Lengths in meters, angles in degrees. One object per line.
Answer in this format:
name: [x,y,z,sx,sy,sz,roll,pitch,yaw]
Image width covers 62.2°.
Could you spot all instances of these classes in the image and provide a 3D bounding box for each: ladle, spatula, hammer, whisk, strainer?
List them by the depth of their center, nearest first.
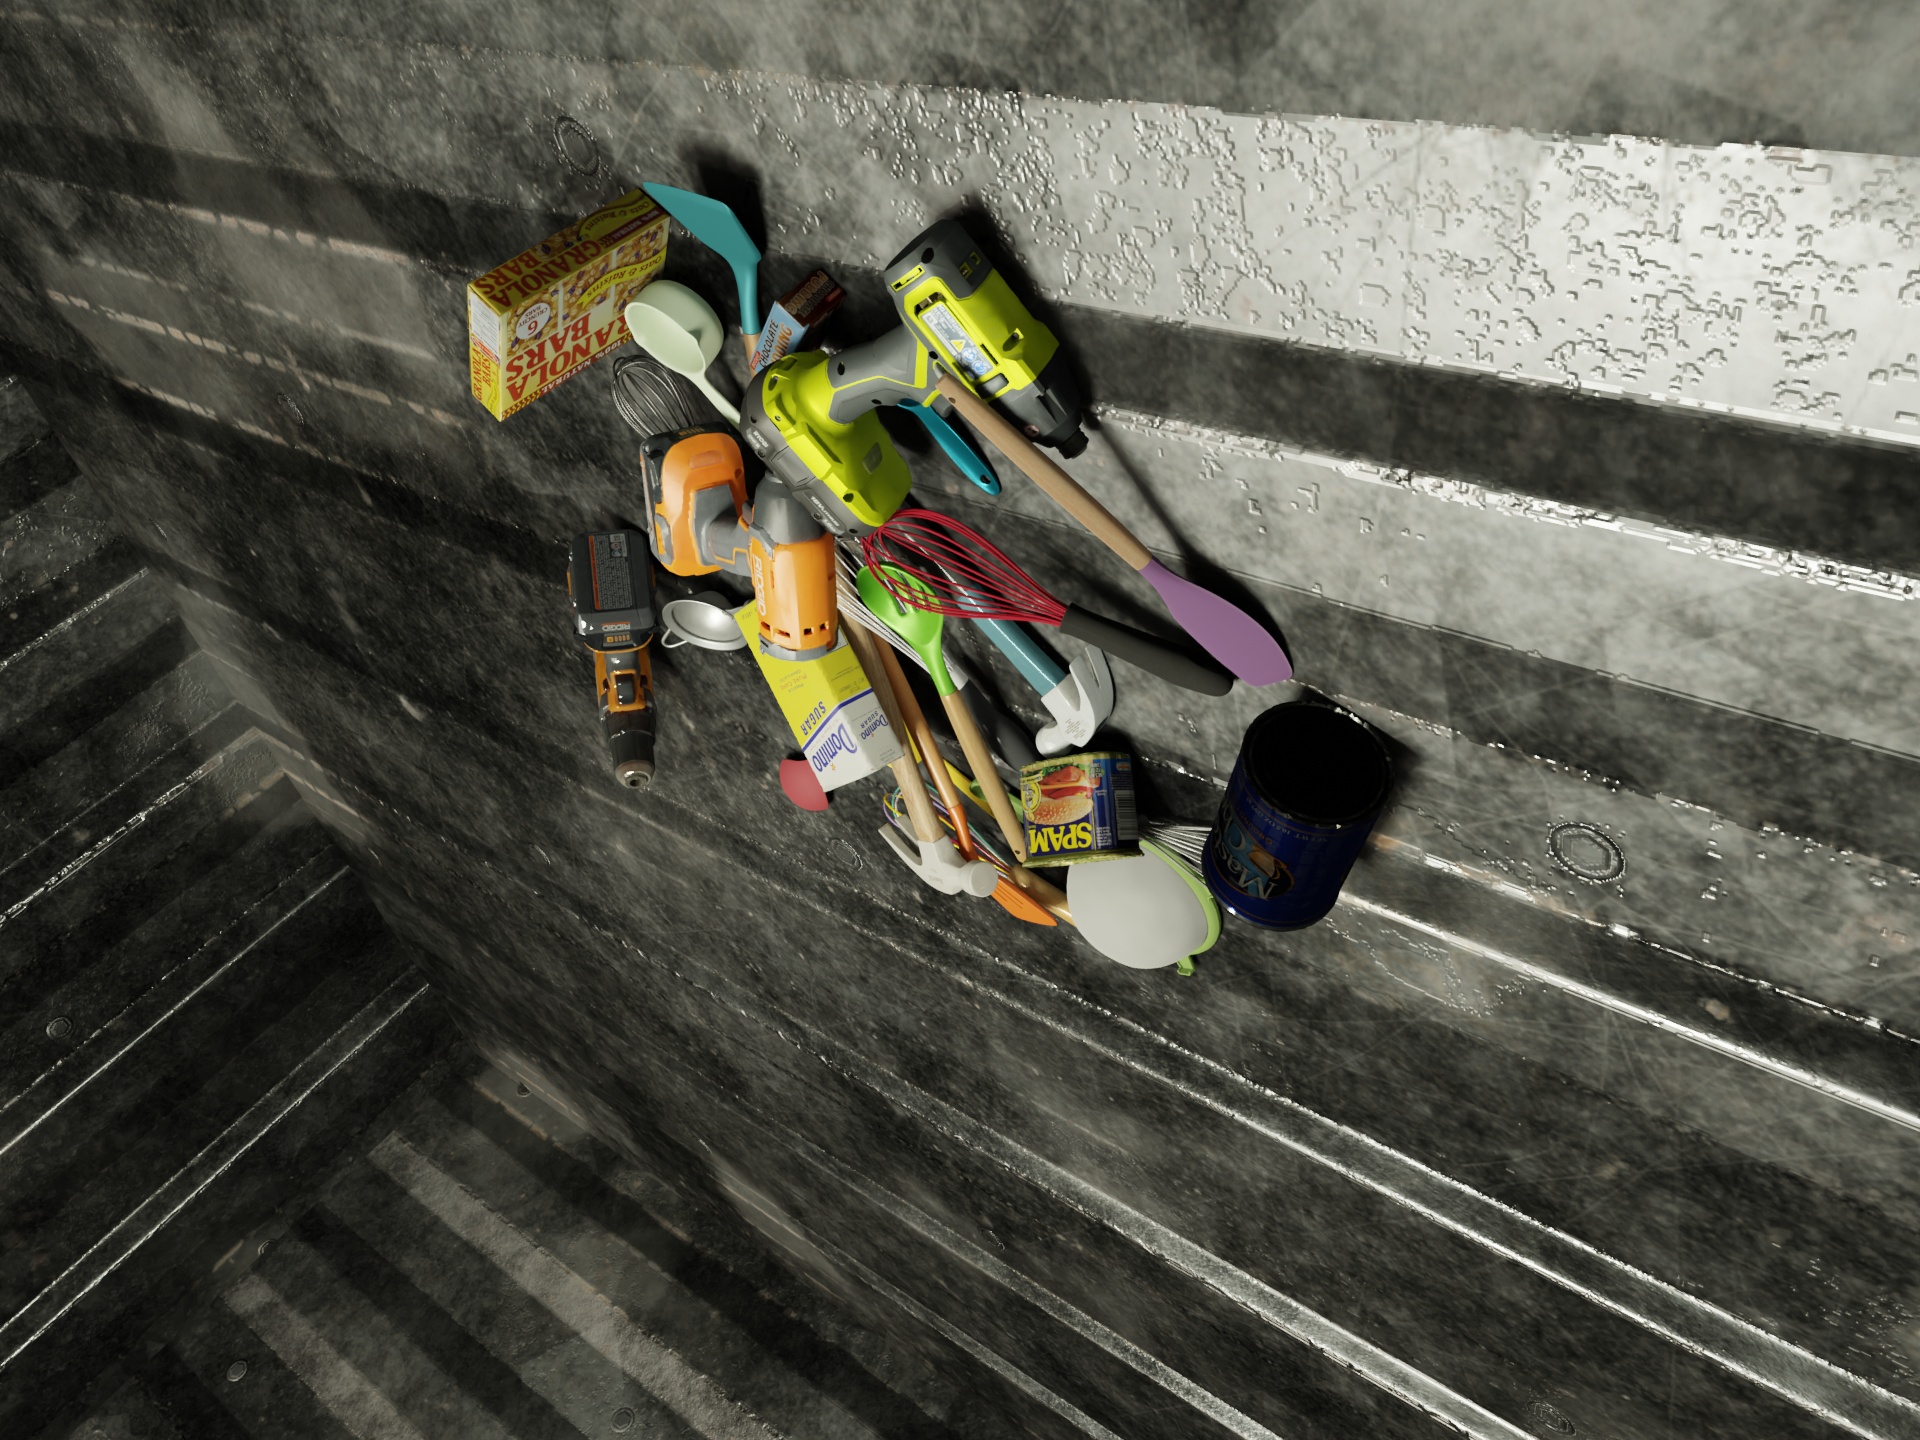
spatula: [0.105,-0.121,1.045,0.315,0.018,0.060,39,152,-19]
whisk: [0.058,-0.081,1.147,0.296,0.073,0.073,24,146,12]
spatula: [-0.163,-0.274,1.224,0.082,0.044,0.317,23,145,27]
hammer: [-0.006,-0.109,1.243,0.331,0.033,0.128,46,151,-2]
whisk: [0.152,0.090,1.290,0.246,0.057,0.059,21,108,40]
whisk: [-0.028,-0.056,1.315,0.284,0.070,0.070,48,150,-14]
whisk: [-0.221,-0.213,1.371,0.055,0.055,0.238,1,134,50]
strainer: [0.100,0.135,1.375,0.256,0.069,0.151,32,148,18]
hammer: [-0.065,-0.001,1.380,0.130,0.031,0.331,2,117,58]
spatula: [-0.009,0.049,1.409,0.081,0.041,0.322,-3,113,64]
strainer: [-0.195,-0.104,1.477,0.258,0.050,0.086,-6,148,46]
whisk: [0.032,0.130,1.492,0.245,0.051,0.047,31,168,15]
ladle: [-0.124,0.023,1.560,0.069,0.031,0.315,45,148,2]

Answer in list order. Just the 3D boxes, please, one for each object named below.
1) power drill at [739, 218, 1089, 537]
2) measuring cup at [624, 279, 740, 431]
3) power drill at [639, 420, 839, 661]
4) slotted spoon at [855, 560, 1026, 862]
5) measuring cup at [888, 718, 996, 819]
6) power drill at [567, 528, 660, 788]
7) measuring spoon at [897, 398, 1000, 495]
power drill: [-0.031,-0.214,1.075,0.223,0.080,0.171,-21,119,45]
measuring cup: [-0.197,-0.284,1.273,0.083,0.038,0.167,12,153,46]
power drill: [-0.171,-0.161,1.248,0.227,0.084,0.164,37,136,46]
slotted spoon: [-0.002,-0.004,1.298,0.070,0.031,0.313,-2,127,35]
measuring cup: [-0.023,0.051,1.462,0.156,0.029,0.062,39,150,13]
power drill: [-0.340,-0.057,1.596,0.226,0.084,0.186,99,161,-54]
measuring spoon: [-0.010,-0.214,1.142,0.042,0.021,0.128,-17,123,47]
